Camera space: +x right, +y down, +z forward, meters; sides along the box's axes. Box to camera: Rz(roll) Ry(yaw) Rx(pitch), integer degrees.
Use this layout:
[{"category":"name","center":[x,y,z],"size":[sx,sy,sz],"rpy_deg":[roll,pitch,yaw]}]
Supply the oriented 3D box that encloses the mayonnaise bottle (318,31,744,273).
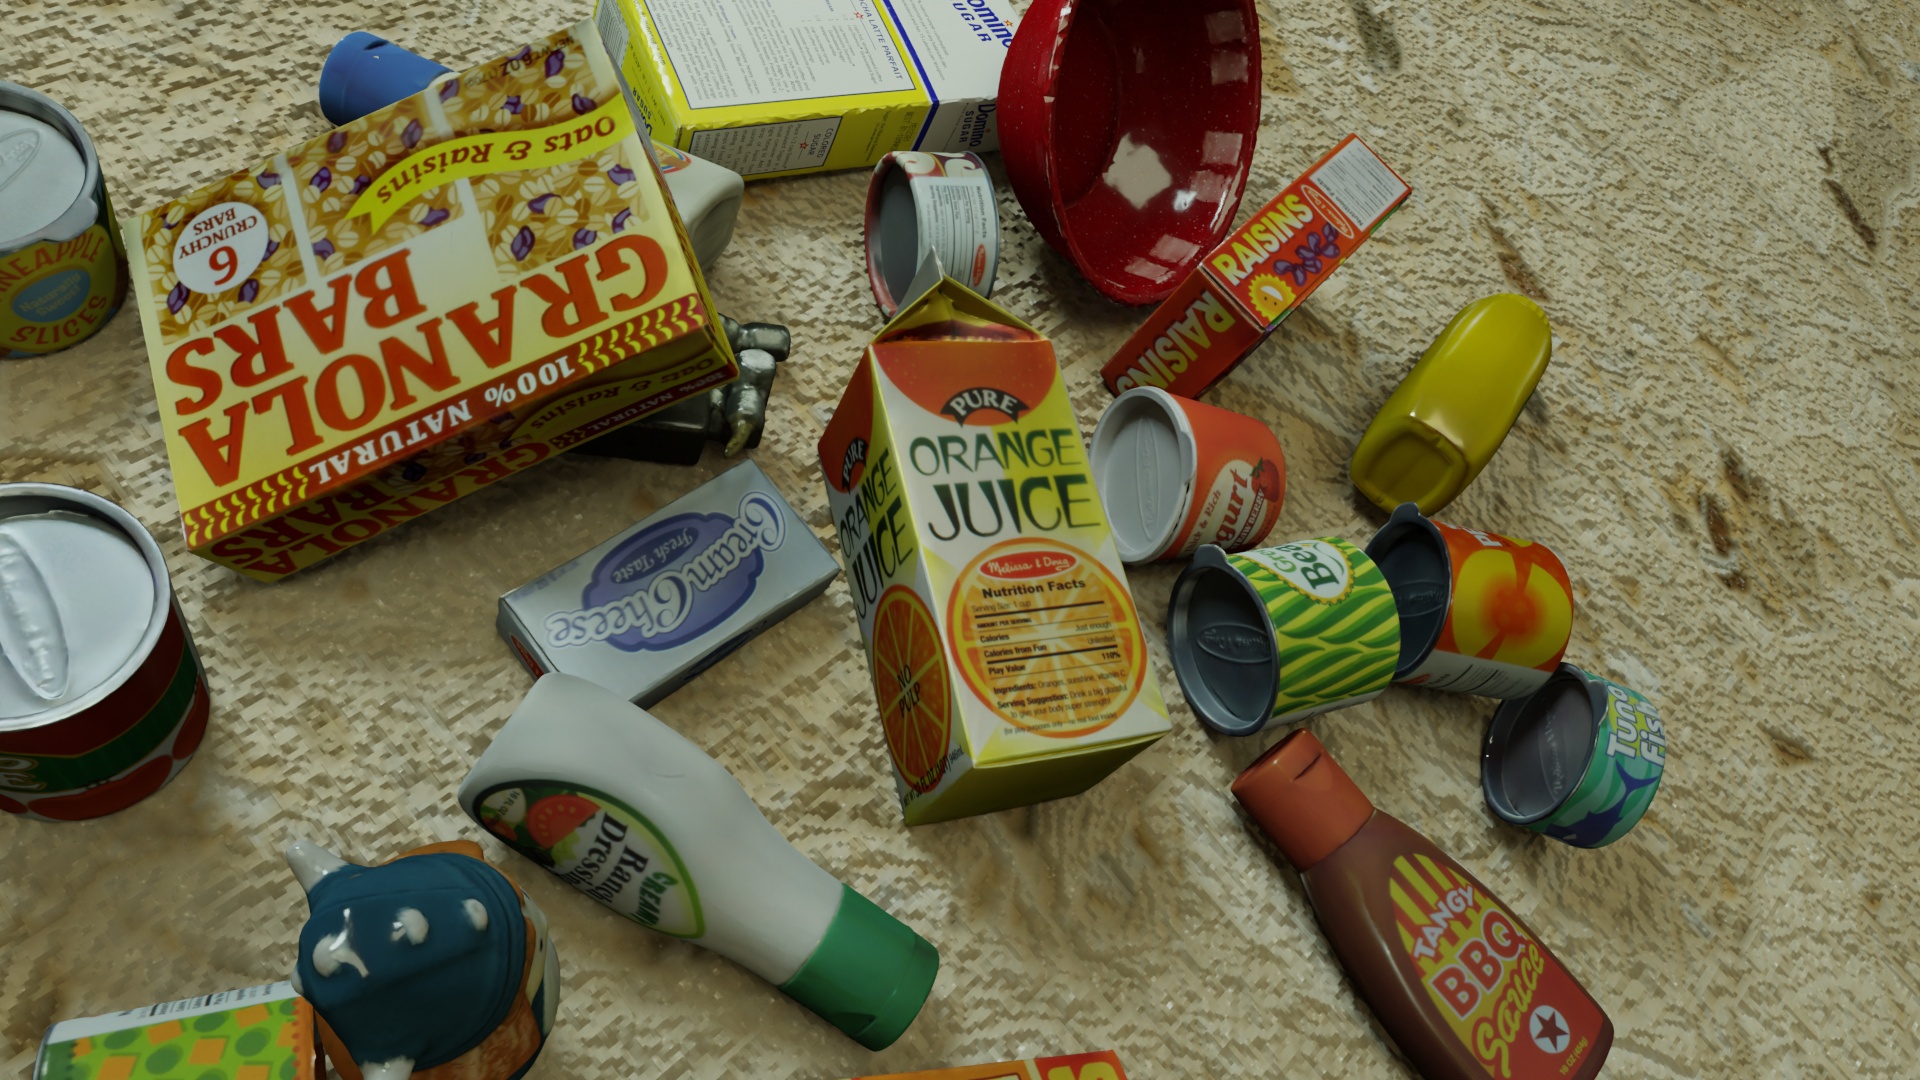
[{"category":"mayonnaise bottle","center":[-0.158,-0.141,0.508],"size":[0.148,0.041,0.065],"rpy_deg":[24,32,1]}]

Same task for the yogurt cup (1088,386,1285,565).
[{"category":"yogurt cup","center":[0.088,-0.023,0.538],"size":[0.054,0.072,0.072],"rpy_deg":[4,62,-28]}]

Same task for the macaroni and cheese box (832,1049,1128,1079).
[{"category":"macaroni and cheese box","center":[-0.017,0.201,0.360],"size":[0.167,0.040,0.124],"rpy_deg":[2,31,-21]}]

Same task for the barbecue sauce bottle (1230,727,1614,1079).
[{"category":"barbecue sauce bottle","center":[0.158,0.135,0.492],"size":[0.065,0.043,0.148],"rpy_deg":[-35,79,-30]}]

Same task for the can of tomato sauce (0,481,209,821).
[{"category":"can of tomato sauce","center":[-0.243,0.034,0.368],"size":[0.071,0.082,0.071],"rpy_deg":[9,61,-16]}]

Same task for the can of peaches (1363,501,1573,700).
[{"category":"can of peaches","center":[0.197,0.025,0.550],"size":[0.058,0.071,0.071],"rpy_deg":[12,60,-16]}]

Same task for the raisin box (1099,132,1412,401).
[{"category":"raisin box","center":[0.123,-0.107,0.581],"size":[0.040,0.085,0.124],"rpy_deg":[47,57,2]}]

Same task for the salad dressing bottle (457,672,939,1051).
[{"category":"salad dressing bottle","center":[-0.075,0.098,0.415],"size":[0.147,0.064,0.044],"rpy_deg":[36,39,-9]}]

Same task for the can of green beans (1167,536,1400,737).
[{"category":"can of green beans","center":[0.119,0.035,0.516],"size":[0.058,0.071,0.071],"rpy_deg":[-10,68,-25]}]

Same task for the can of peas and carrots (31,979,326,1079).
[{"category":"can of peas and carrots","center":[-0.187,0.148,0.340],"size":[0.059,0.070,0.071],"rpy_deg":[-5,66,-24]}]

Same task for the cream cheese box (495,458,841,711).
[{"category":"cream cheese box","center":[-0.097,0.018,0.467],"size":[0.104,0.024,0.053],"rpy_deg":[-34,80,-31]}]

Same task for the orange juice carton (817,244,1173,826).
[{"category":"orange juice carton","center":[0.002,-0.006,0.490],"size":[0.073,0.071,0.193],"rpy_deg":[-5,66,-23]}]

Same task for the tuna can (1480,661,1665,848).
[{"category":"tuna can","center":[0.236,0.081,0.534],"size":[0.033,0.070,0.071],"rpy_deg":[21,58,-11]}]

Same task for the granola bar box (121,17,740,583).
[{"category":"granola bar box","center":[-0.167,-0.076,0.439],"size":[0.165,0.039,0.124],"rpy_deg":[-23,70,1]}]

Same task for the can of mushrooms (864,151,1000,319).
[{"category":"can of mushrooms","center":[-0.013,-0.120,0.550],"size":[0.033,0.070,0.071],"rpy_deg":[-6,66,-22]}]

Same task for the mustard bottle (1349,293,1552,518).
[{"category":"mustard bottle","center":[0.229,-0.072,0.618],"size":[0.049,0.065,0.161],"rpy_deg":[40,53,8]}]

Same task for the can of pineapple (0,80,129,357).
[{"category":"can of pineapple","center":[-0.299,-0.097,0.431],"size":[0.071,0.057,0.071],"rpy_deg":[9,61,-16]}]
